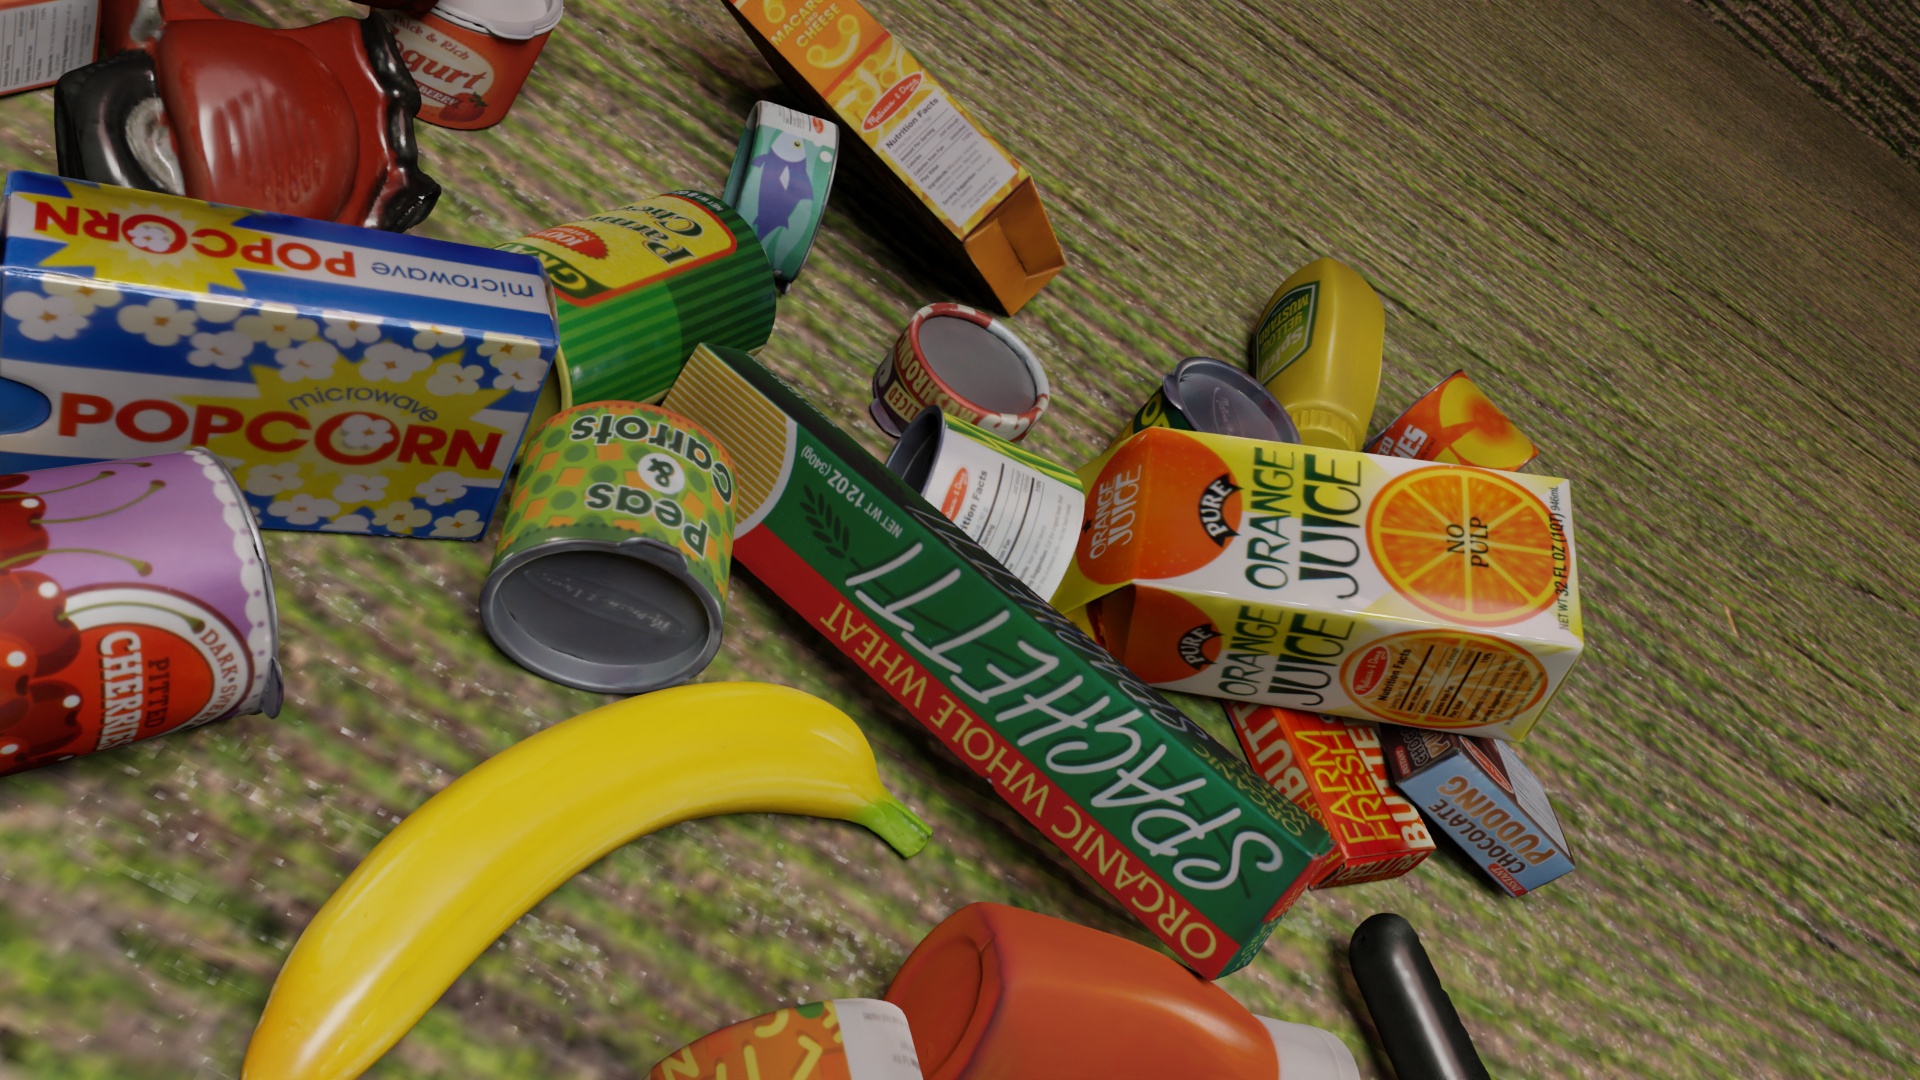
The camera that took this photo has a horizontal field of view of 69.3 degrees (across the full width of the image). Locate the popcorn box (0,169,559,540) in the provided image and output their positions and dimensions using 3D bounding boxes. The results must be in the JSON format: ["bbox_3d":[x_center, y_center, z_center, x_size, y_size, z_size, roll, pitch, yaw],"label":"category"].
[{"bbox_3d":[-0.181,-0.043,0.369,0.127,0.084,0.038,4,50,-34],"label":"popcorn box"}]

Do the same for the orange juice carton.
[{"bbox_3d":[0.117,0.014,0.510,0.193,0.072,0.072,8,55,7],"label":"orange juice carton"}]

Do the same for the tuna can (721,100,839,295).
[{"bbox_3d":[-0.075,-0.136,0.553,0.033,0.070,0.071,14,45,-19],"label":"tuna can"}]

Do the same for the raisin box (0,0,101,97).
[{"bbox_3d":[-0.336,-0.162,0.402,0.086,0.040,0.124,41,39,1],"label":"raisin box"}]

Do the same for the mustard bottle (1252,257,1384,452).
[{"bbox_3d":[0.174,-0.074,0.682,0.049,0.065,0.161,31,44,-16],"label":"mustard bottle"}]

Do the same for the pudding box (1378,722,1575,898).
[{"bbox_3d":[0.201,0.095,0.546,0.083,0.030,0.050,43,27,-22],"label":"pudding box"}]

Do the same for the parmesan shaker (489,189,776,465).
[{"bbox_3d":[-0.120,-0.075,0.462,0.071,0.071,0.103,44,40,6],"label":"parmesan shaker"}]

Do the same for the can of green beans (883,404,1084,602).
[{"bbox_3d":[0.002,-0.006,0.486,0.058,0.071,0.071,25,42,-17],"label":"can of green beans"}]

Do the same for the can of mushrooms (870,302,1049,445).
[{"bbox_3d":[-0.001,-0.062,0.562,0.071,0.033,0.071,21,43,-21],"label":"can of mushrooms"}]

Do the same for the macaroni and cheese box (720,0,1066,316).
[{"bbox_3d":[-0.029,-0.181,0.600,0.166,0.040,0.123,48,5,11],"label":"macaroni and cheese box"}]

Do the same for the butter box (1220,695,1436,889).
[{"bbox_3d":[0.137,0.081,0.537,0.053,0.024,0.104,4,50,-35],"label":"butter box"}]

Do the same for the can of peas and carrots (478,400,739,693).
[{"bbox_3d":[-0.098,0.000,0.401,0.071,0.070,0.059,20,43,-21],"label":"can of peas and carrots"}]

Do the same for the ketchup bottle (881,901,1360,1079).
[{"bbox_3d":[0.050,0.144,0.387,0.149,0.064,0.044,23,22,-31],"label":"ketchup bottle"}]

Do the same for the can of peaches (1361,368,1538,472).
[{"bbox_3d":[0.246,-0.043,0.704,0.058,0.071,0.071,50,41,13],"label":"can of peaches"}]

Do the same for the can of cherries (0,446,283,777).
[{"bbox_3d":[-0.196,0.017,0.315,0.058,0.071,0.071,-14,62,-44],"label":"can of cherries"}]

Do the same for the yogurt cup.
[{"bbox_3d":[-0.192,-0.195,0.528,0.072,0.053,0.073,21,43,-20],"label":"yogurt cup"}]

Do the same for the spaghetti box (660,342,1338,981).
[{"bbox_3d":[-0.002,0.029,0.423,0.250,0.050,0.029,40,16,19],"label":"spaghetti box"}]

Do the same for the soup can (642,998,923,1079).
[{"bbox_3d":[-0.035,0.156,0.308,0.071,0.071,0.084,5,49,-34],"label":"soup can"}]

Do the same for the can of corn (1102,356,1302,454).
[{"bbox_3d":[0.099,-0.036,0.592,0.071,0.058,0.071,21,43,-21],"label":"can of corn"}]
